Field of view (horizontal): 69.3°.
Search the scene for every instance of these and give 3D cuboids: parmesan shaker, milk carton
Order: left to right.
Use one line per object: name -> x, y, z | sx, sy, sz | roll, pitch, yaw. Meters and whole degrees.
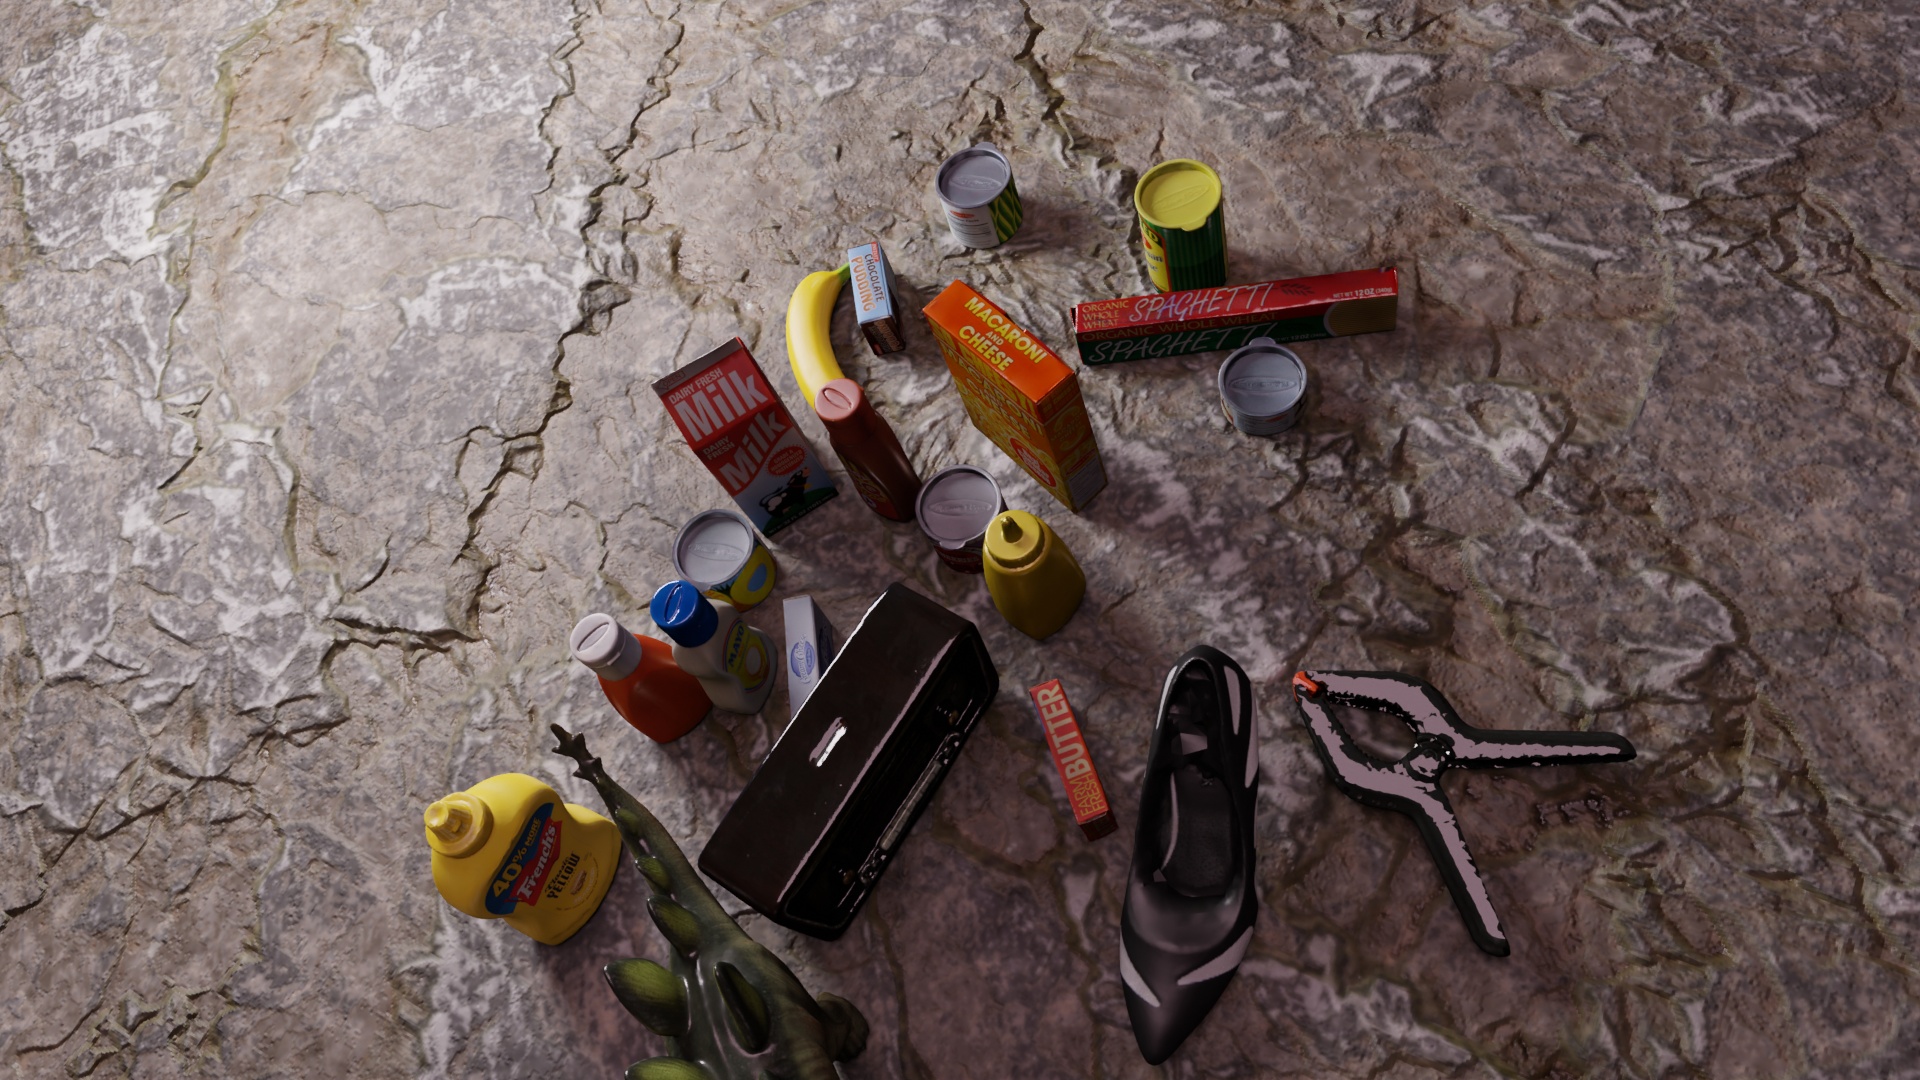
milk carton -> -0.166, -0.085, 1.057 | 0.072, 0.190, 0.074 | -31, 61, -2
parmesan shaker -> 0.178, -0.240, 1.099 | 0.071, 0.102, 0.071 | -6, 63, 12

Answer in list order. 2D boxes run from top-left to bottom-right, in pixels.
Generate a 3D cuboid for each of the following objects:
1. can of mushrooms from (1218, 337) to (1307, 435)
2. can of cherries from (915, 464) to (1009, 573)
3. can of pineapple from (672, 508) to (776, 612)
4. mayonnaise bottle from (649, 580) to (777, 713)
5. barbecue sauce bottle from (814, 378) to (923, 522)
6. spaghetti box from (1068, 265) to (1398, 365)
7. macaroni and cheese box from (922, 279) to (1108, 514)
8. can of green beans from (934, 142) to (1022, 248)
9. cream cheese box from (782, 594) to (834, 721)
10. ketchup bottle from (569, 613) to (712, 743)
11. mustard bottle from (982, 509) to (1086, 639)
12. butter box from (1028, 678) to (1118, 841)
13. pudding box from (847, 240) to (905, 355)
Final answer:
can of mushrooms -> 0.232, -0.118, 1.063 | 0.071, 0.033, 0.071 | -6, 63, 11
can of cherries -> 0.004, -0.013, 1.054 | 0.071, 0.058, 0.072 | -6, 63, 11
can of pineapple -> -0.184, 0.018, 1.085 | 0.071, 0.057, 0.071 | -6, 63, 11
mayonnaise bottle -> -0.177, 0.075, 1.003 | 0.041, 0.147, 0.065 | 6, 66, 17
barbecue sauce bottle -> -0.070, -0.069, 1.049 | 0.065, 0.148, 0.044 | 36, 77, 26
spaghetti box -> 0.212, -0.175, 1.088 | 0.250, 0.050, 0.029 | -5, 63, 12
macaroni and cheese box -> 0.044, -0.105, 1.028 | 0.040, 0.166, 0.124 | -43, 62, -8
can of green beans -> 0.017, -0.294, 1.193 | 0.071, 0.057, 0.071 | -6, 63, 11
cream cheese box -> -0.110, 0.098, 1.029 | 0.024, 0.053, 0.104 | -12, 62, 8
ketchup bottle -> -0.231, 0.098, 1.005 | 0.065, 0.148, 0.043 | -43, 62, -9
mustard bottle -> 0.047, 0.016, 0.970 | 0.049, 0.159, 0.065 | 39, 79, 27
butter box -> 0.078, 0.151, 0.955 | 0.024, 0.053, 0.104 | -22, 61, 3
pudding box -> -0.071, -0.205, 1.174 | 0.030, 0.049, 0.084 | -14, 61, 7
